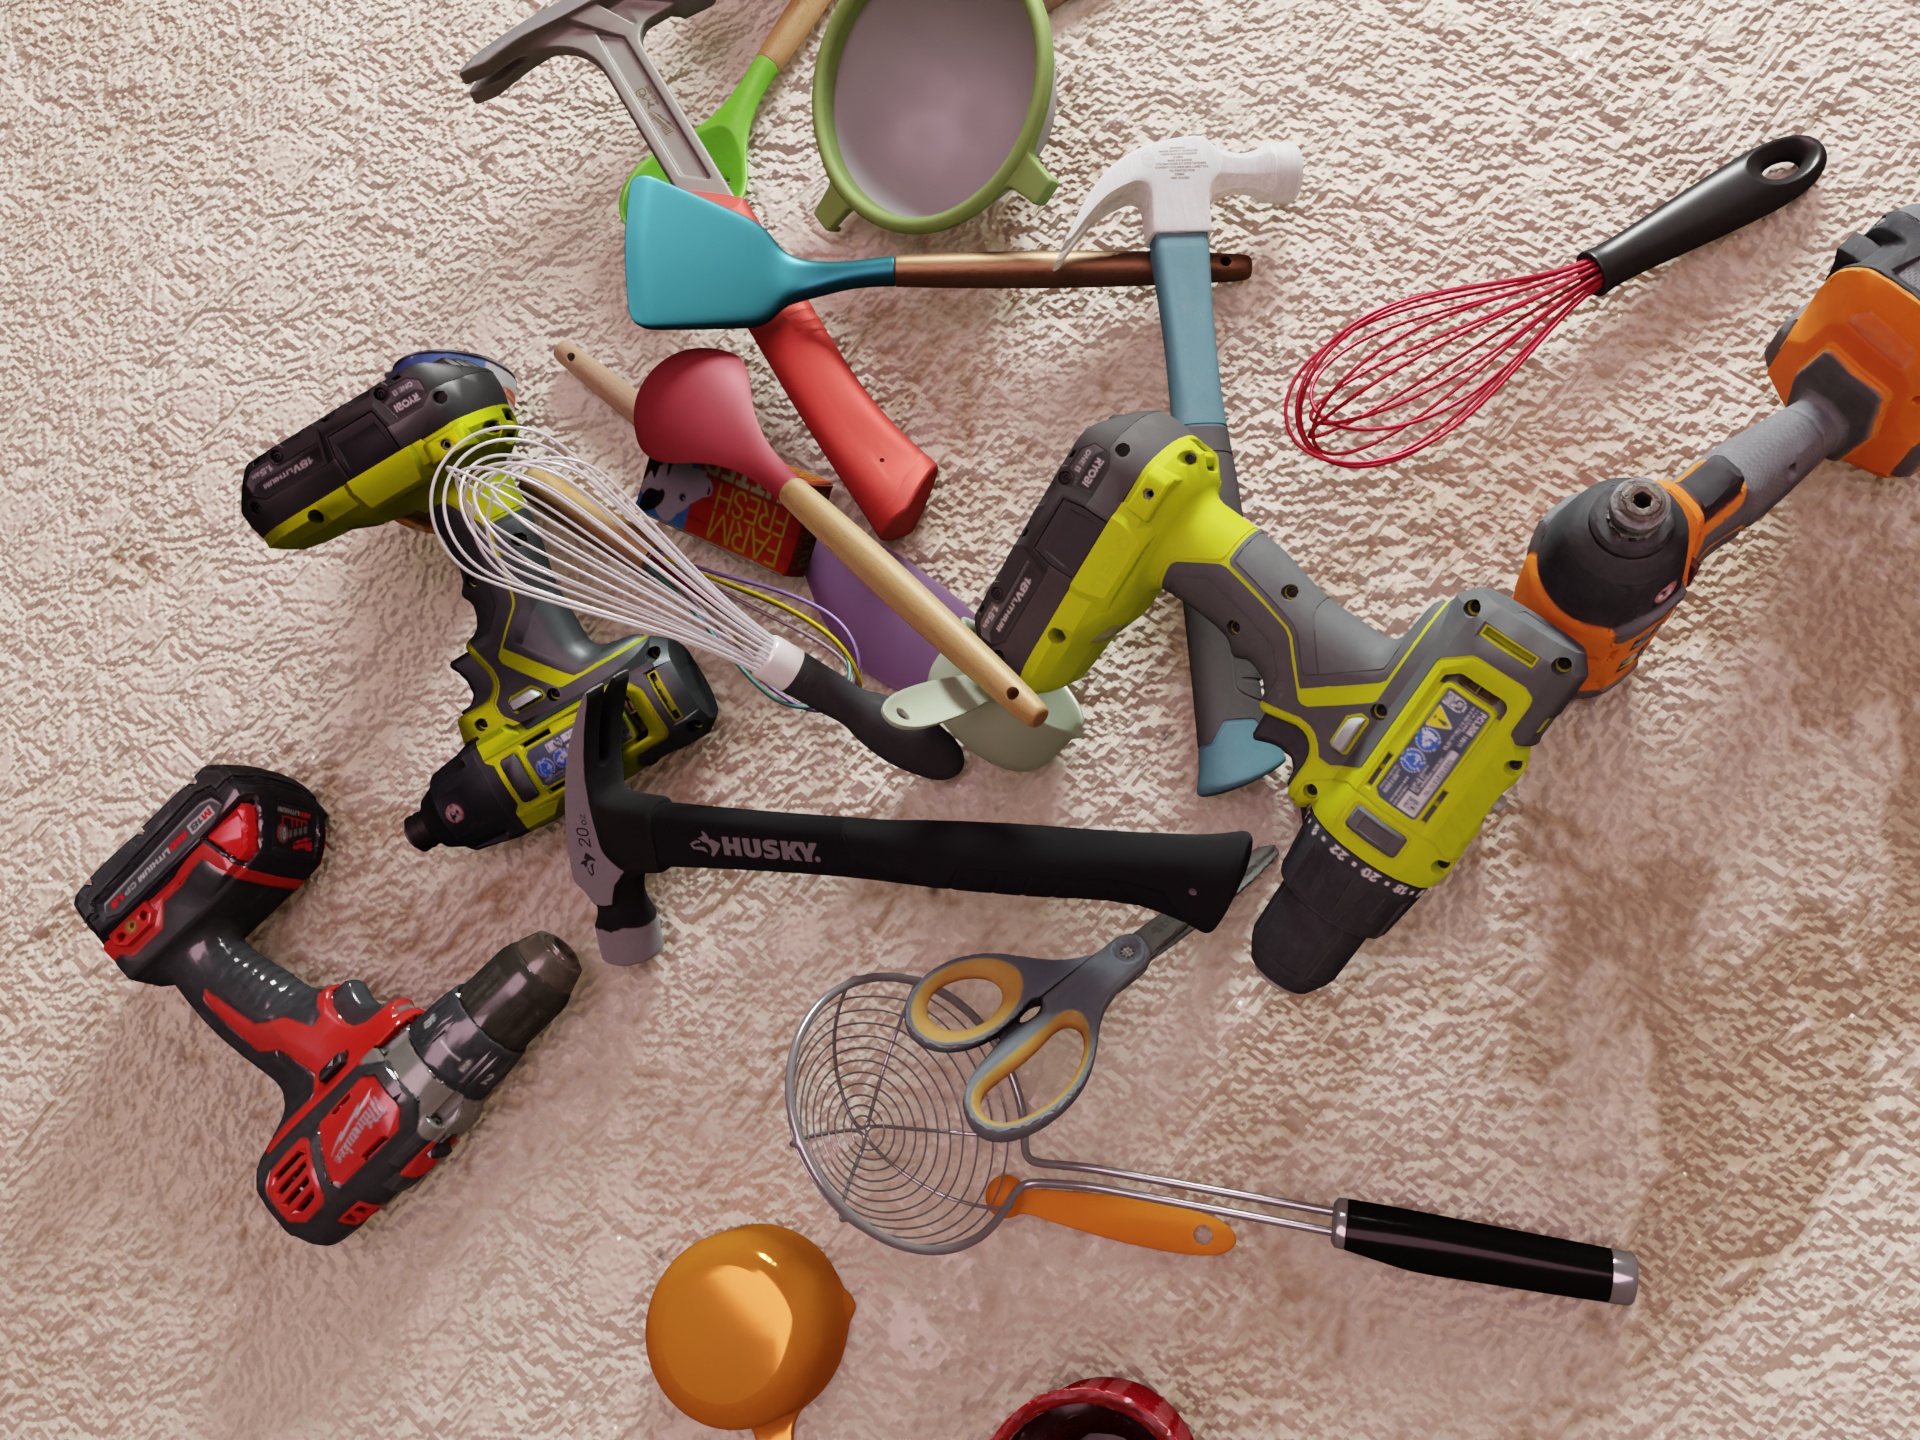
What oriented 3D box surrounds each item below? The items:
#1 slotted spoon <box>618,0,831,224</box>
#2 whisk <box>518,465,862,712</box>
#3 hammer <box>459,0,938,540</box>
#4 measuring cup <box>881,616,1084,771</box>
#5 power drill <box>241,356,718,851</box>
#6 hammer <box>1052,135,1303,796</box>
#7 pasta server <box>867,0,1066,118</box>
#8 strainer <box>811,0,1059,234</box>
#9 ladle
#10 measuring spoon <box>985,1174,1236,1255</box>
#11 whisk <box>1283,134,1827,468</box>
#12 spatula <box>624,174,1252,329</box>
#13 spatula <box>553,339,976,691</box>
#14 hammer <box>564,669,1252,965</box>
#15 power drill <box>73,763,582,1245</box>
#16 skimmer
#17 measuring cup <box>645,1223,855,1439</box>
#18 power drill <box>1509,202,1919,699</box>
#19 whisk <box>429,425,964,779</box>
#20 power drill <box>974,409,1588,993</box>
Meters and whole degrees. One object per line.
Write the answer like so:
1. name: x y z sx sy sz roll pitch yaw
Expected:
1. slotted spoon: -0.095 -0.398 0.917 0.070 0.031 0.314 29 82 17
2. whisk: -0.147 -0.070 0.839 0.245 0.047 0.051 32 73 23
3. hammer: -0.127 -0.247 0.854 0.149 0.036 0.359 -30 78 -4
4. measuring cup: -0.001 -0.002 0.724 0.083 0.167 0.038 46 115 13
5. power drill: -0.250 -0.052 0.803 0.171 0.080 0.223 -29 98 6
6. hammer: 0.120 -0.128 0.777 0.128 0.033 0.331 -3 80 -8
7. pasta server: 0.081 -0.431 0.878 0.316 0.040 0.060 -32 59 5
8. strainer: -0.002 -0.385 0.844 0.151 0.069 0.256 4 96 34
9. ladle: -0.065 -0.093 0.750 0.069 0.031 0.316 -47 59 1
10. measuring spoon: 0.067 0.226 0.725 0.117 0.011 0.021 7 78 15
11. whisk: 0.287 -0.204 0.764 0.296 0.073 0.073 -29 71 -2
12. spatula: -0.007 -0.232 0.809 0.317 0.044 0.082 -2 78 -2
13. spatula: -0.111 -0.115 0.852 0.316 0.018 0.060 40 95 18
14. hammer: -0.035 0.053 0.718 0.335 0.035 0.146 2 111 23
15. power drill: -0.317 0.123 0.811 0.188 0.080 0.227 -44 74 0
16. skimmer: 0.104 0.191 0.685 0.363 0.090 0.127 7 46 13
17. measuring cup: -0.094 0.318 0.718 0.095 0.052 0.174 -13 71 10
18. power drill: 0.334 -0.110 0.671 0.226 0.164 0.084 -39 71 -1
19. whisk: -0.112 -0.041 0.738 0.284 0.070 0.070 31 83 -24
20. power drill: 0.123 -0.010 0.692 0.229 0.080 0.190 37 111 17
